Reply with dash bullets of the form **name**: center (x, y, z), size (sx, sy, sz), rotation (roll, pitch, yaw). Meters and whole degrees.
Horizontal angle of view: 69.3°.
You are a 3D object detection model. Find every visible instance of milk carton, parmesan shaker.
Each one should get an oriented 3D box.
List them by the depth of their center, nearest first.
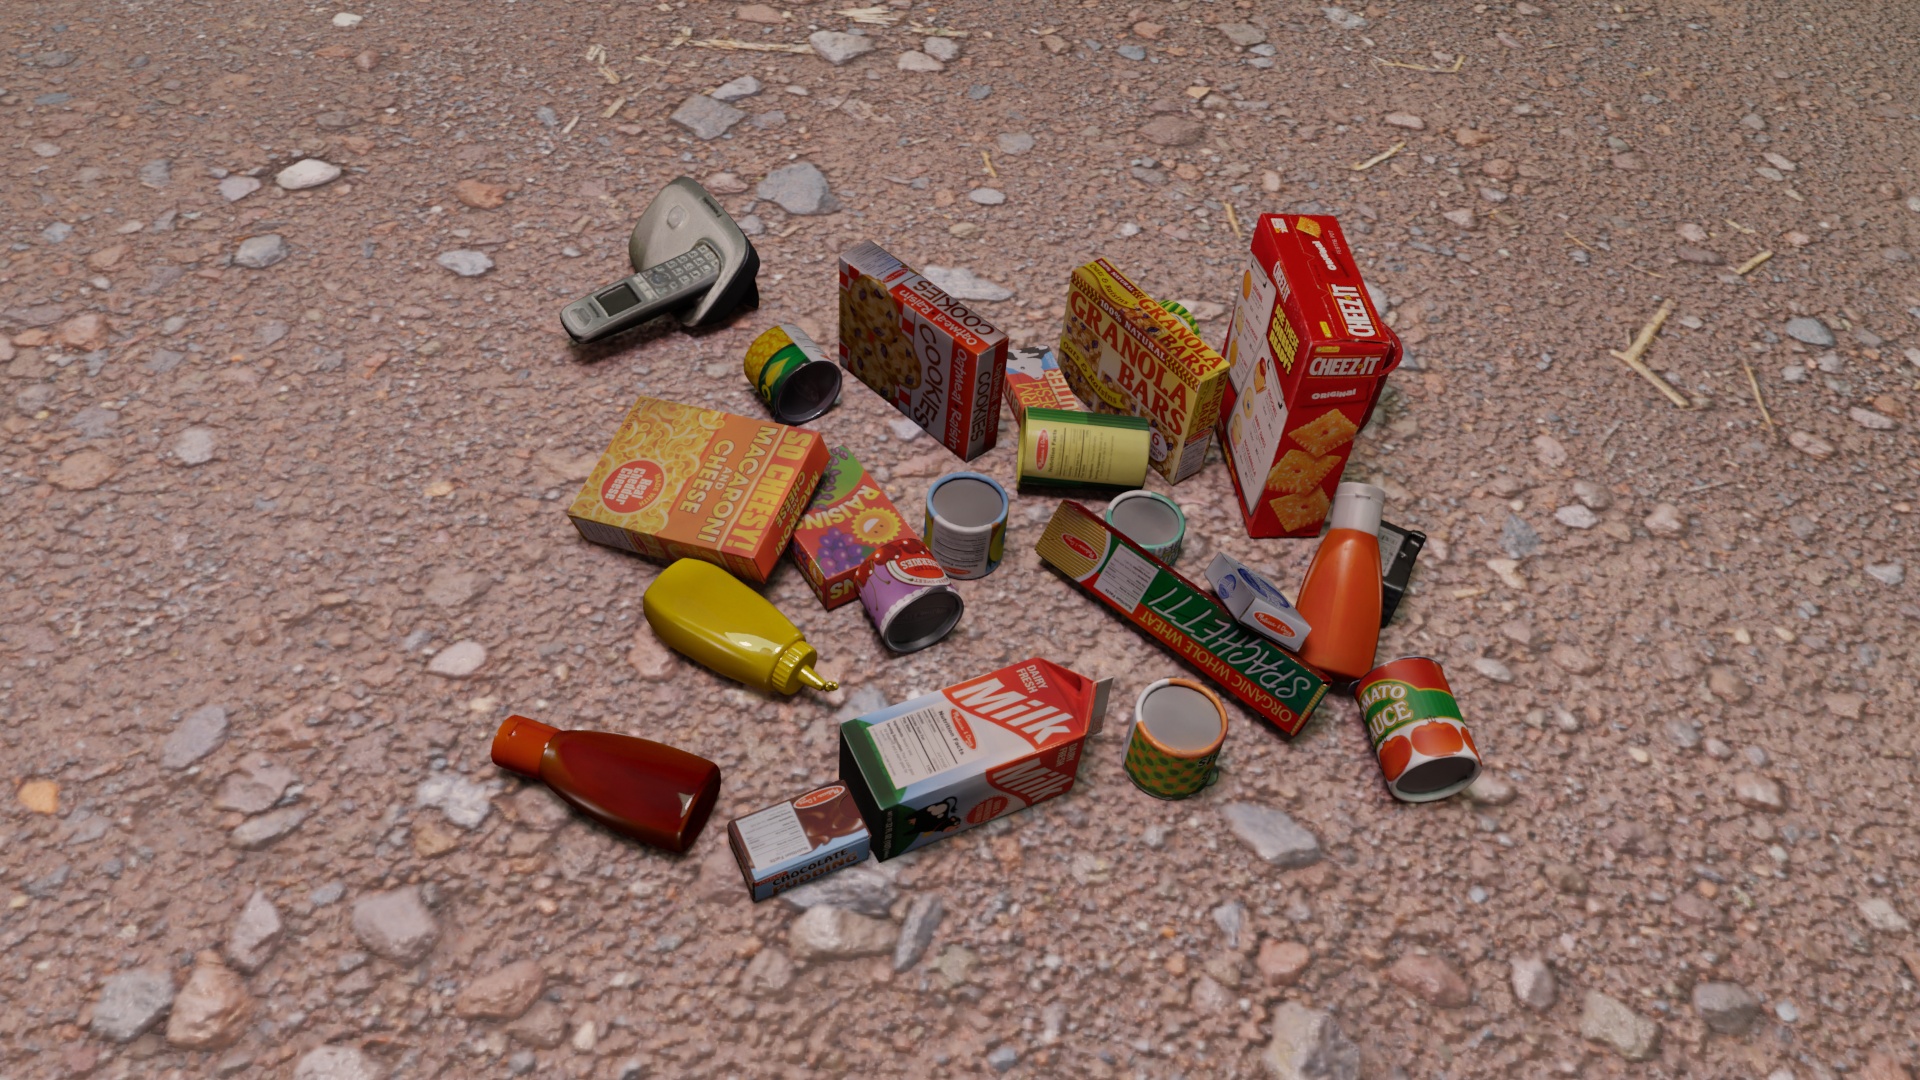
- **milk carton**: center (0.018, 0.142, 0.952), size (0.191, 0.072, 0.074), rotation (-17, 52, -19)
- **parmesan shaker**: center (0.101, -0.072, 1.162), size (0.103, 0.071, 0.072), rotation (5, 48, -3)

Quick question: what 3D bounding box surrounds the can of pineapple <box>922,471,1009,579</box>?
- **can of pineapple**: center (0.004, -0.014, 1.100), size (0.071, 0.057, 0.071), rotation (3, 48, -3)

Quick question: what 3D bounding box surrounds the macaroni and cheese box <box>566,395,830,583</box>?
- **macaroni and cheese box**: center (-0.201, -0.042, 1.080), size (0.166, 0.040, 0.124), rotation (13, 60, 20)

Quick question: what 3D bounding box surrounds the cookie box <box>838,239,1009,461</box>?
- **cookie box**: center (-0.034, -0.162, 1.185), size (0.040, 0.122, 0.168), rotation (-35, 60, -30)

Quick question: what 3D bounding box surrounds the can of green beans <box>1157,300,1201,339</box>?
- **can of green beans**: center (0.176, -0.178, 1.262), size (0.058, 0.071, 0.071), rotation (-29, 57, -28)

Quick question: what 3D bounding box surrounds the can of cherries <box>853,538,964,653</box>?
- **can of cherries**: center (-0.038, 0.039, 1.039), size (0.072, 0.071, 0.058), rotation (-18, 52, -21)

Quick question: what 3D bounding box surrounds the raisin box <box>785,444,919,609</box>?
- **raisin box**: center (-0.099, -0.012, 1.100), size (0.086, 0.039, 0.124), rotation (-22, 53, -24)

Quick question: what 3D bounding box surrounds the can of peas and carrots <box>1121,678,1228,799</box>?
- **can of peas and carrots**: center (0.153, 0.140, 0.977), size (0.071, 0.058, 0.071), rotation (3, 48, -3)

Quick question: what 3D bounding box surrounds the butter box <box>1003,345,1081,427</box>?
- **butter box**: center (0.069, -0.131, 1.235), size (0.053, 0.024, 0.104), rotation (-9, 50, -15)

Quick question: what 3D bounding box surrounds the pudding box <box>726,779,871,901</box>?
- **pudding box**: center (-0.106, 0.197, 0.916), size (0.084, 0.030, 0.050), rotation (-18, 51, -21)

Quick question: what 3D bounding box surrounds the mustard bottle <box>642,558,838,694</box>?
- **mustard bottle**: center (-0.155, 0.073, 1.011), size (0.160, 0.048, 0.065), rotation (30, 52, 19)

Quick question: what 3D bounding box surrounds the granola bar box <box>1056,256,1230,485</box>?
- **granola bar box**: center (0.153, -0.146, 1.191), size (0.039, 0.123, 0.166), rotation (-26, 56, -25)

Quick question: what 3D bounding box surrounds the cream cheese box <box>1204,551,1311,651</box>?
- **cream cheese box**: center (0.223, 0.046, 1.051), size (0.053, 0.024, 0.104), rotation (29, 14, -14)

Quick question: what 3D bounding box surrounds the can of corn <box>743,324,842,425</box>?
- **can of corn**: center (-0.147, -0.142, 1.195), size (0.071, 0.070, 0.058), rotation (-25, 55, -26)

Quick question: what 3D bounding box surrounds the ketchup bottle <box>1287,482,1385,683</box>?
- **ketchup bottle**: center (0.291, 0.031, 1.054), size (0.065, 0.043, 0.149), rotation (12, 80, 10)

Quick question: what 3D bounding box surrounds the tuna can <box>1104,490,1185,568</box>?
- **tuna can**: center (0.149, -0.006, 1.125), size (0.071, 0.032, 0.071), rotation (3, 48, -3)

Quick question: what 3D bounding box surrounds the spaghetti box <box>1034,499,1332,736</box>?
- **spaghetti box**: center (0.166, 0.056, 1.058), size (0.250, 0.050, 0.029), rotation (36, 15, 24)

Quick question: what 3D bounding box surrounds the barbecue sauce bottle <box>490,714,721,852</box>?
- **barbecue sauce bottle**: center (-0.240, 0.156, 0.930), size (0.148, 0.043, 0.065), rotation (17, 48, 10)

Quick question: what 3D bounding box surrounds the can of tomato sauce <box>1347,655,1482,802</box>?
- **can of tomato sauce**: center (0.325, 0.135, 0.995), size (0.071, 0.070, 0.083), rotation (-2, 49, -8)
